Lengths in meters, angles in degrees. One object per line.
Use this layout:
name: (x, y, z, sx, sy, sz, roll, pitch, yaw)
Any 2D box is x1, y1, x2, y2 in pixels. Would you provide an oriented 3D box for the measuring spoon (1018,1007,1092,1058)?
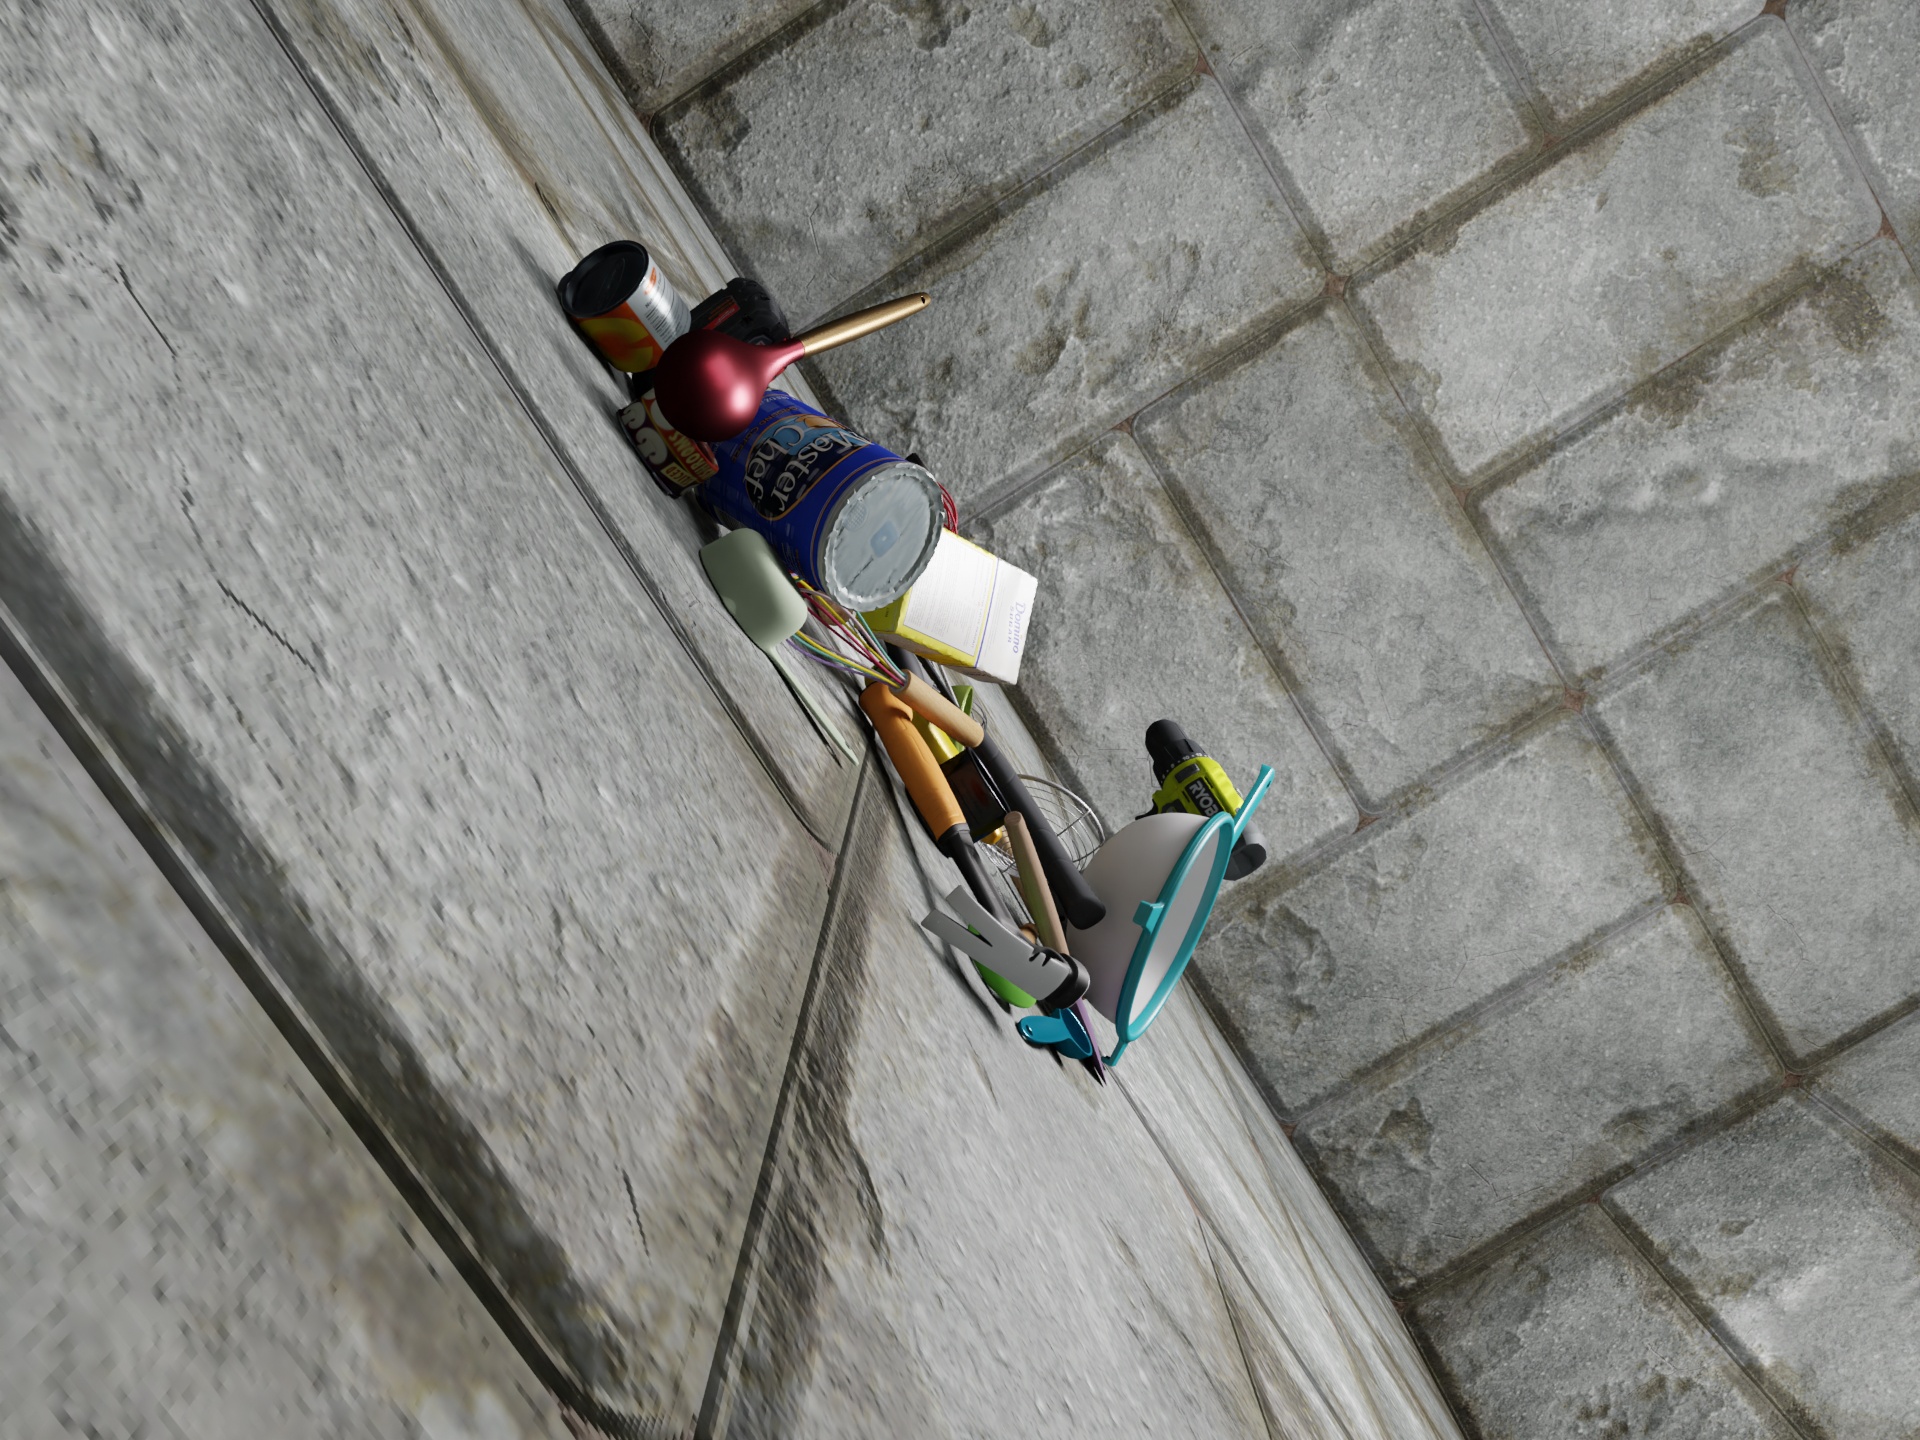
measuring spoon: (0.058, 0.219, 1.104, 0.042, 0.021, 0.128, 61, 14, 21)

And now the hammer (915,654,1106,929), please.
hammer: (-0.002, -0.004, 1.311, 0.409, 0.036, 0.149, 57, 1, 17)

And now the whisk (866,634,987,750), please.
whisk: (-0.035, -0.040, 1.610, 0.238, 0.055, 0.055, 48, 11, -47)

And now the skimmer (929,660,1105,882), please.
skimmer: (0.014, -0.021, 1.429, 0.090, 0.127, 0.363, -10, 69, -39)

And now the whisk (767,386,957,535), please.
whisk: (-0.101, -0.223, 1.376, 0.296, 0.073, 0.073, 41, -5, 33)

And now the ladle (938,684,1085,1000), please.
ladle: (0.051, 0.110, 1.475, 0.320, 0.062, 0.078, 62, -6, 17)

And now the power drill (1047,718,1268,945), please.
power drill: (0.167, 0.113, 1.577, 0.080, 0.228, 0.191, 53, 7, -49)

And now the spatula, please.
spatula: (0.071, 0.171, 1.178, 0.060, 0.018, 0.315, -119, -173, -45)

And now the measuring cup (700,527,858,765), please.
measuring cup: (-0.101, -0.048, 0.998, 0.167, 0.038, 0.083, 55, 5, -8)

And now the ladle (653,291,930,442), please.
ladle: (-0.098, -0.255, 1.076, 0.315, 0.031, 0.069, -41, 115, -53)

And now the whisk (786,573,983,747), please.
whisk: (-0.056, -0.041, 1.152, 0.244, 0.051, 0.047, 37, 6, -45)

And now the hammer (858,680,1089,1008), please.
hammer: (-0.018, 0.062, 1.097, 0.127, 0.034, 0.337, 36, 13, -34)

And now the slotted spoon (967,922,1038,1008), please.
slotted spoon: (0.043, 0.168, 1.187, 0.070, 0.031, 0.313, 55, 3, 6)

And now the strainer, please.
strainer: (0.179, 0.125, 1.399, 0.095, 0.340, 0.210, 23, -48, 19)

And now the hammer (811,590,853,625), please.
hammer: (-0.164, -0.204, 1.423, 0.332, 0.031, 0.129, 62, 6, 37)

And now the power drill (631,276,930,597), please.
power drill: (-0.124, -0.203, 1.157, 0.219, 0.143, 0.079, 52, 4, -37)

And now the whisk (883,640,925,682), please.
whisk: (-0.084, -0.142, 1.499, 0.070, 0.070, 0.284, -87, 158, -82)
